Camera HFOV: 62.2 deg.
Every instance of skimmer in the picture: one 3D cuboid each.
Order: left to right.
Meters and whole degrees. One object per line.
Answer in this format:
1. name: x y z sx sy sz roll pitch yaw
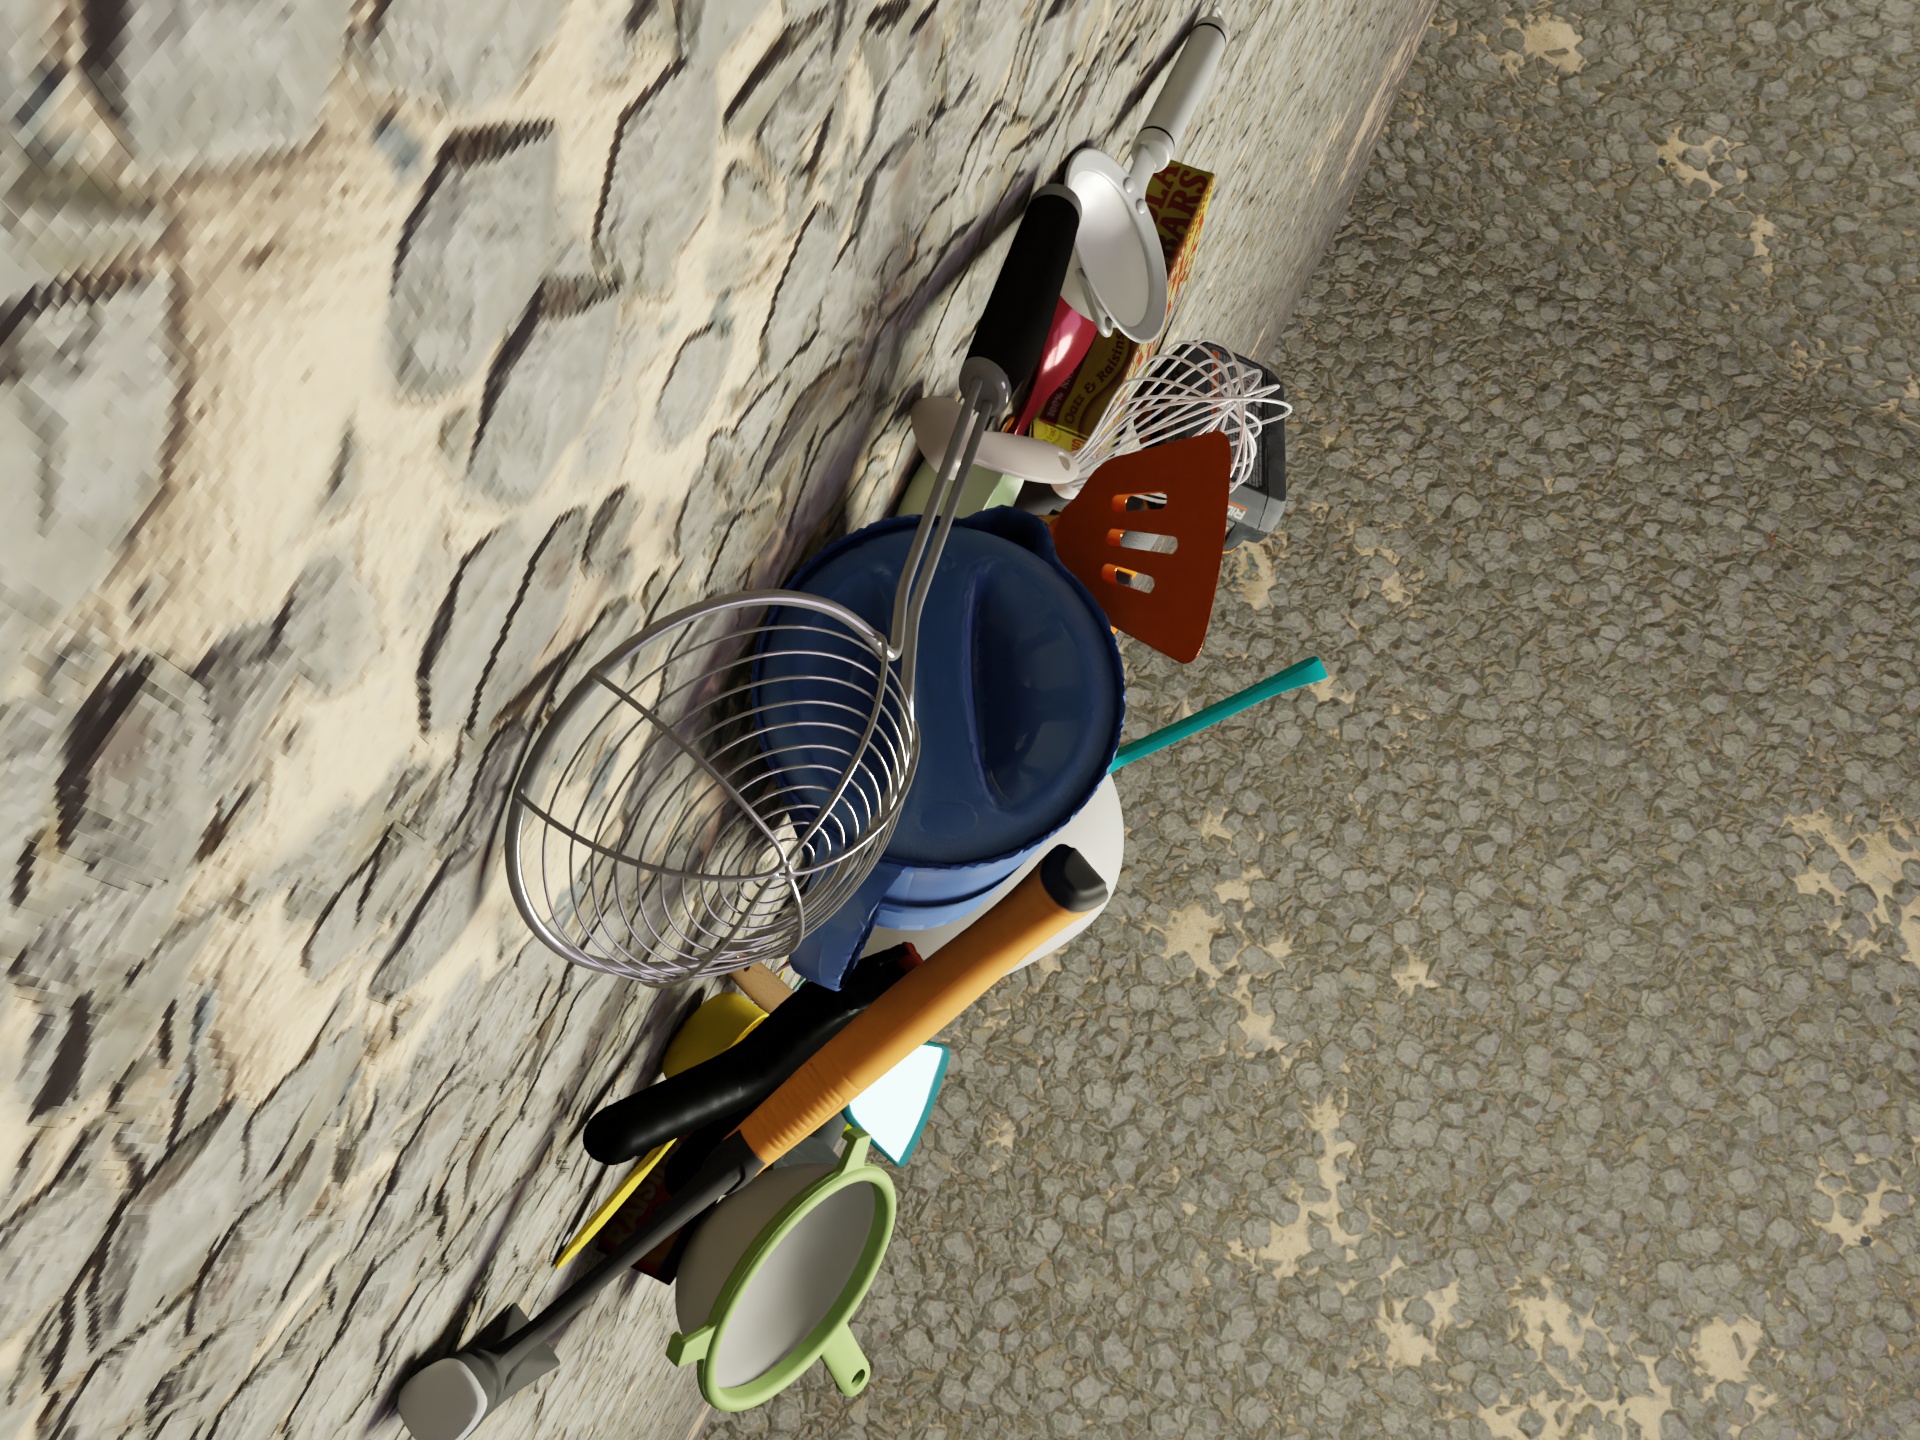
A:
1. skimmer: -0.034 -0.075 0.537 0.127 0.090 0.364 70 29 -44

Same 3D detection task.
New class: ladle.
1. ladle: 0.001 -0.092 0.799 0.315 0.031 0.069 -64 177 20

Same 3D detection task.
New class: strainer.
1. strainer: -0.101 0.331 0.925 0.151 0.069 0.256 -47 149 -25
2. strainer: 0.075 0.075 0.948 0.340 0.095 0.211 -27 180 11
3. strainer: 0.085 -0.256 0.732 0.086 0.050 0.259 51 49 -34

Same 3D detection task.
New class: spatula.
1. spatula: -0.071 0.182 0.904 0.317 0.044 0.082 64 46 -62
2. spatula: 0.049 -0.080 0.695 0.323 0.041 0.081 -135 -128 -80

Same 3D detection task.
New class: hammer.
1. hammer: -0.075 0.169 0.662 0.337 0.034 0.127 -40 172 -3

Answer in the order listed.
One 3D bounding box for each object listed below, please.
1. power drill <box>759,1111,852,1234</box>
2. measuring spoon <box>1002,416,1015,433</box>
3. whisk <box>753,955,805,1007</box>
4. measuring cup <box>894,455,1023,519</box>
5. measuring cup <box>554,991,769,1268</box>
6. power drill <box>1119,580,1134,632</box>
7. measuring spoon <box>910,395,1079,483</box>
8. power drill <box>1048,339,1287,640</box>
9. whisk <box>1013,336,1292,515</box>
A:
1. power drill: -0.110 0.289 1.073 0.171 0.080 0.223 -56 -177 33
2. measuring spoon: 0.031 -0.143 0.874 0.021 0.011 0.117 -63 173 -4
3. whisk: -0.133 0.234 0.990 0.245 0.047 0.051 -61 163 21
4. measuring cup: -0.015 -0.064 0.736 0.083 0.038 0.167 -58 174 -39
5. measuring cup: -0.153 0.198 0.778 0.156 0.029 0.062 -50 168 -7
6. power drill: 0.030 -0.002 1.150 0.226 0.084 0.185 -52 169 -37
7. measuring spoon: 0.022 -0.114 0.658 0.018 0.034 0.124 -23 169 32
8. power drill: 0.109 -0.108 0.992 0.226 0.084 0.164 -47 -150 51
9. whisk: 0.066 -0.123 0.760 0.070 0.070 0.284 -62 -164 -10
